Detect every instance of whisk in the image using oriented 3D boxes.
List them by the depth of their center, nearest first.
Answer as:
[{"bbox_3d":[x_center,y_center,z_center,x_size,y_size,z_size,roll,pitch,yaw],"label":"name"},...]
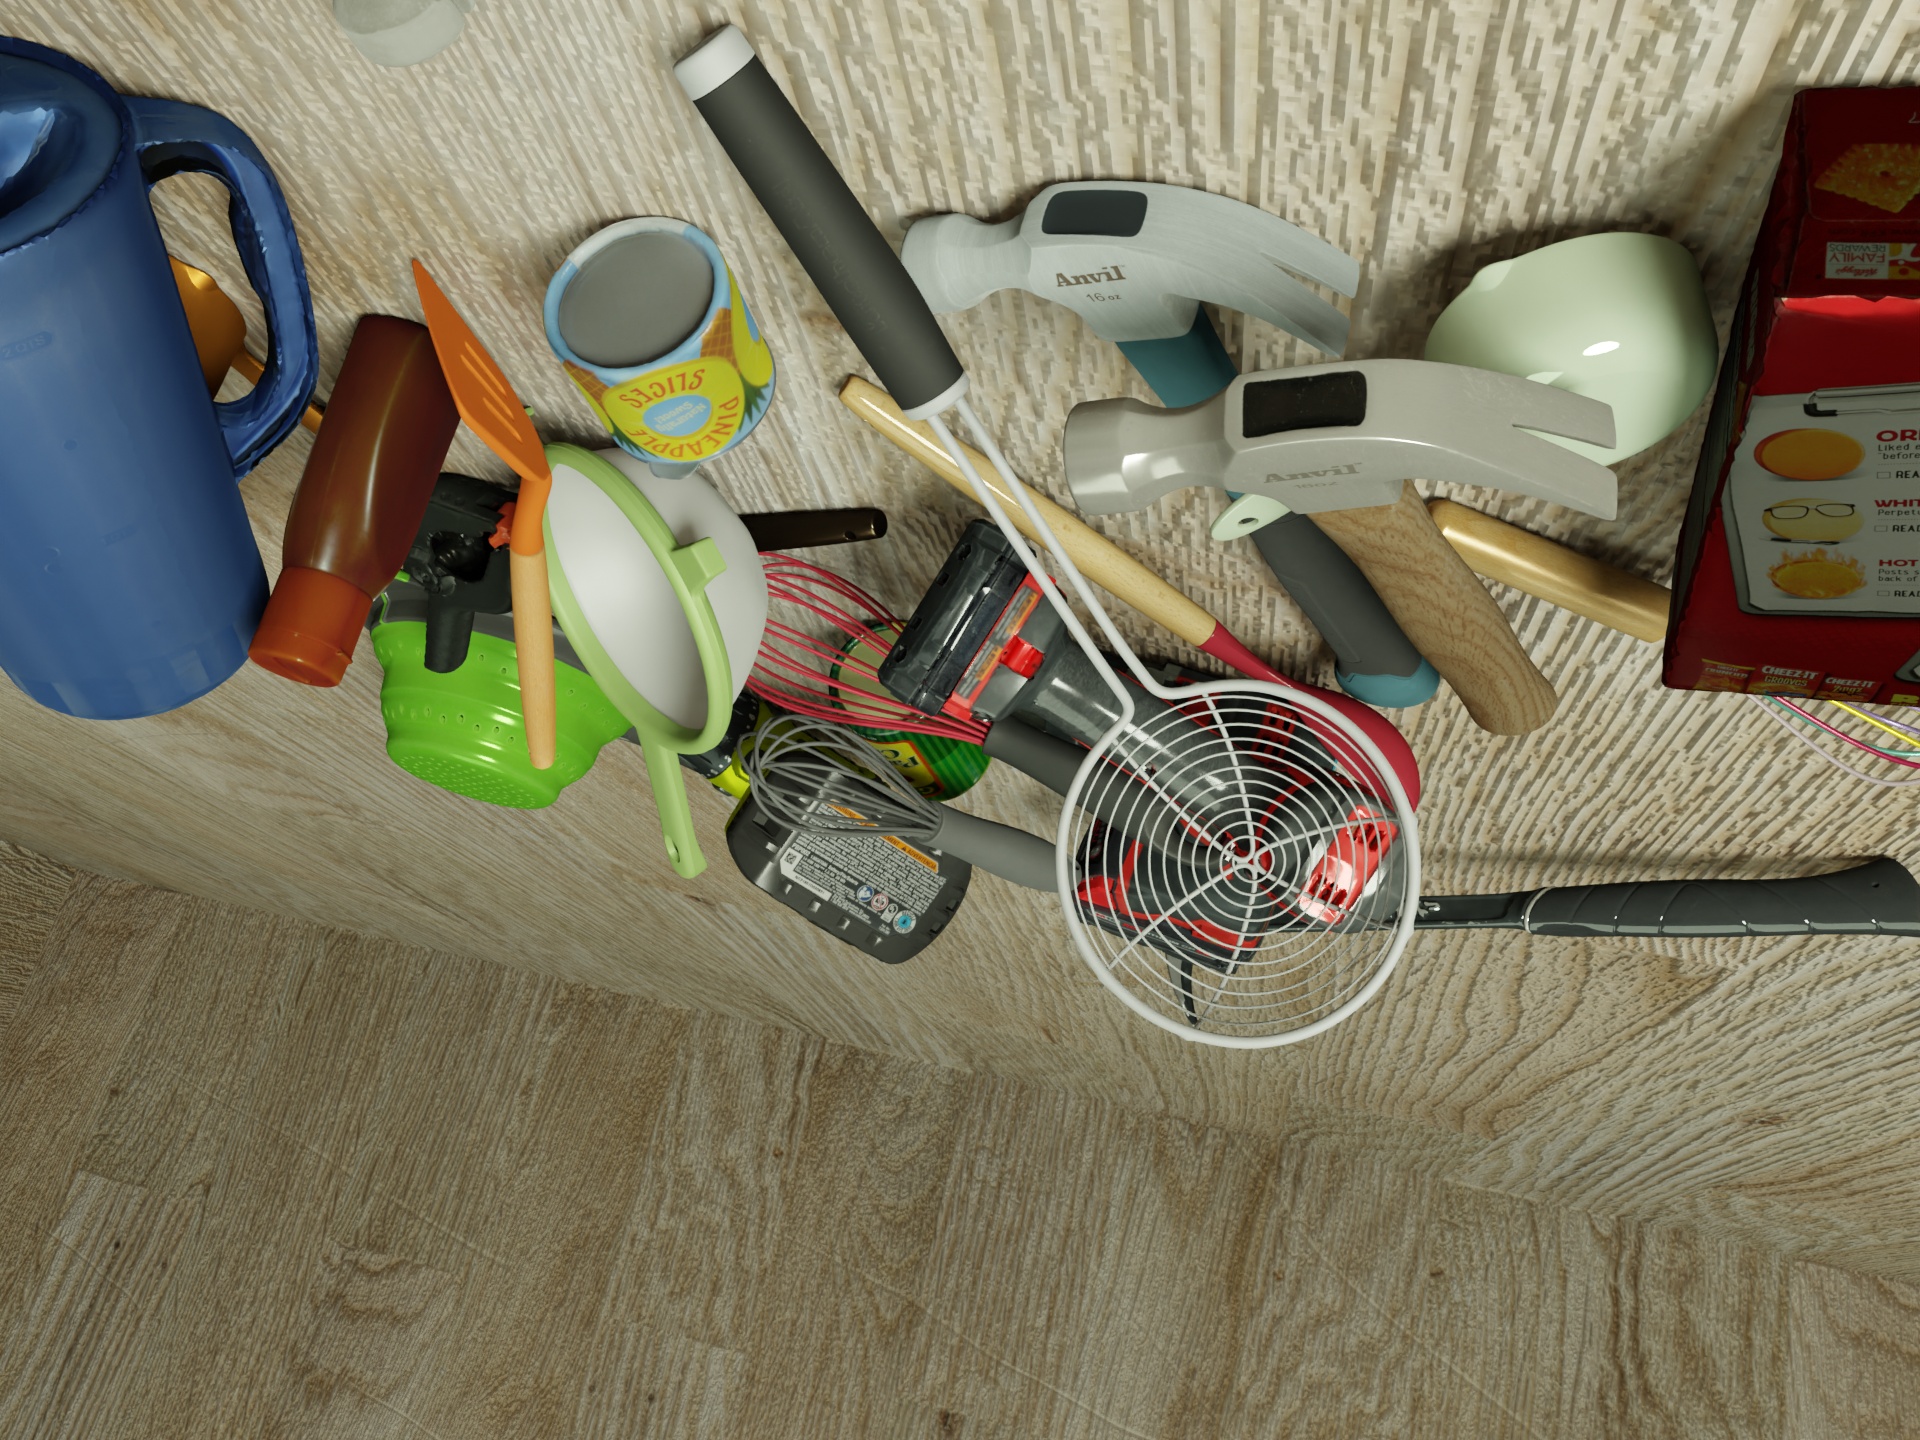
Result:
[{"bbox_3d":[0.285,-0.030,0.597,0.245,0.047,0.051,21,146,-7],"label":"whisk"},{"bbox_3d":[-0.001,-0.002,0.770,0.296,0.073,0.073,27,163,11],"label":"whisk"},{"bbox_3d":[-0.017,0.050,0.794,0.055,0.055,0.238,-4,159,43],"label":"whisk"}]

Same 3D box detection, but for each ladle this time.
[{"bbox_3d":[0.081,-0.049,0.660,0.315,0.031,0.069,32,-179,-21],"label":"ladle"}]

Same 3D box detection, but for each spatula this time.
[{"bbox_3d":[-0.204,-0.063,0.717,0.041,0.081,0.322,-14,151,-20],"label":"spatula"},{"bbox_3d":[-0.168,-0.090,0.792,0.316,0.018,0.059,1,137,33],"label":"spatula"}]

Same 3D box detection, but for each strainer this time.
[{"bbox_3d":[-0.127,-0.026,0.751,0.152,0.069,0.256,36,145,33],"label":"strainer"}]

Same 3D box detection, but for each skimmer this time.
[{"bbox_3d":[0.026,-0.043,0.499,0.127,0.090,0.363,-29,119,15],"label":"skimmer"}]

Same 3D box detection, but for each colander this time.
[{"bbox_3d":[-0.246,0.029,1.075,0.204,0.094,0.396,-6,152,46],"label":"colander"}]

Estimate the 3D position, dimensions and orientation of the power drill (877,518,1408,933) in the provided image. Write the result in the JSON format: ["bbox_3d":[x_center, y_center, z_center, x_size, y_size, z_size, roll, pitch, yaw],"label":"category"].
[{"bbox_3d":[0.080,0.007,0.668,0.219,0.078,0.143,32,-176,0],"label":"power drill"}]

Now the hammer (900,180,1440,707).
[{"bbox_3d":[0.114,-0.082,0.586,0.128,0.033,0.330,3,159,33],"label":"hammer"}]

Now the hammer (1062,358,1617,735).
[{"bbox_3d":[0.159,-0.041,0.527,0.130,0.031,0.331,-2,167,28],"label":"hammer"}]

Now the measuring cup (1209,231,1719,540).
[{"bbox_3d":[0.144,-0.081,0.478,0.083,0.038,0.167,14,147,-41],"label":"measuring cup"}]

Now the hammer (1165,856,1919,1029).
[{"bbox_3d":[0.304,0.109,0.889,0.409,0.149,0.036,-5,132,30],"label":"hammer"}]

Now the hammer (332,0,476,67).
[{"bbox_3d":[-0.343,-0.247,0.443,0.411,0.038,0.146,8,159,20],"label":"hammer"}]

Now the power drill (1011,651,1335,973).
[{"bbox_3d":[0.097,0.040,0.855,0.188,0.080,0.226,19,153,15],"label":"power drill"}]

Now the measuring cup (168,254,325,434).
[{"bbox_3d":[-0.336,-0.145,0.704,0.095,0.052,0.173,3,156,31],"label":"measuring cup"}]

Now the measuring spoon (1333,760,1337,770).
[{"bbox_3d":[0.140,0.017,0.867,0.128,0.021,0.042,12,162,7],"label":"measuring spoon"}]

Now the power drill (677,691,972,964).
[{"bbox_3d":[-0.102,0.042,0.936,0.190,0.080,0.229,35,-179,-26],"label":"power drill"}]
